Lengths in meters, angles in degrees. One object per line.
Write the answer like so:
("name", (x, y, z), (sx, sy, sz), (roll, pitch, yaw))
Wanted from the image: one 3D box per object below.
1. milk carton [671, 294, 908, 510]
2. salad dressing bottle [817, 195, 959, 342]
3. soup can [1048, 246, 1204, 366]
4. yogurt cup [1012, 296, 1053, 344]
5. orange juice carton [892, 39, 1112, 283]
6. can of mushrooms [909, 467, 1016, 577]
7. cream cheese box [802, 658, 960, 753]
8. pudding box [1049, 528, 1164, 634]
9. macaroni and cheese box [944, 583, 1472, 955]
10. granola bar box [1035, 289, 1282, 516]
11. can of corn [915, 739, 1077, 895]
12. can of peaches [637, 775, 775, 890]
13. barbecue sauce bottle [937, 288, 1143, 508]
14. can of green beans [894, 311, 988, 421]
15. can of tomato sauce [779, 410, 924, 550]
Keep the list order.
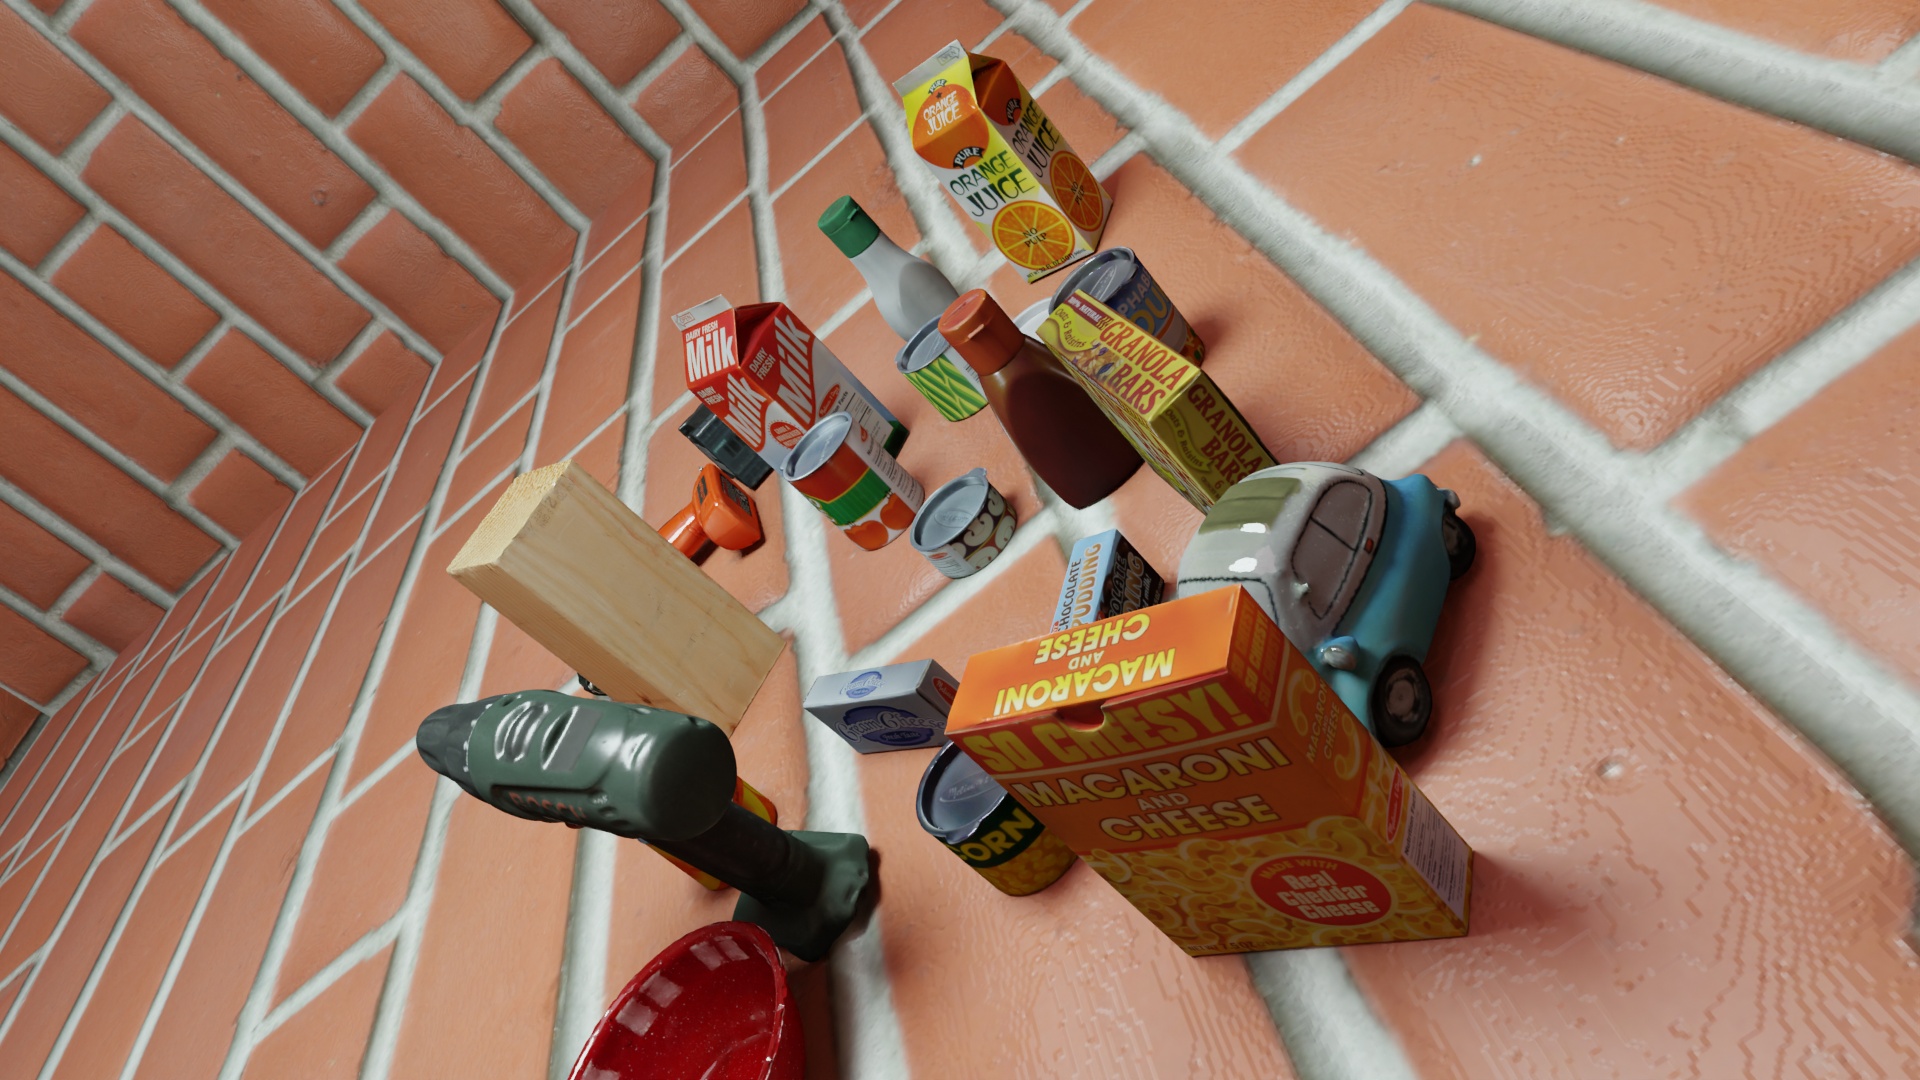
("milk carton", (-0.136, -0.114, 1.069), (0.072, 0.190, 0.074), (-12, 42, 46))
("salad dressing bottle", (-0.057, -0.221, 1.153), (0.044, 0.147, 0.064), (1, 52, 54))
("soup can", (0.109, -0.135, 0.888), (0.071, 0.083, 0.072), (-32, 30, 22))
("yogurt cup", (0.063, -0.129, 0.971), (0.072, 0.054, 0.073), (-32, 30, 22))
("orange juice carton", (0.032, -0.304, 1.100), (0.071, 0.192, 0.073), (-19, 37, 39))
("can of mushrooms", (0.003, -0.011, 0.915), (0.071, 0.033, 0.071), (-32, 30, 22))
("cream cheese box", (-0.039, 0.097, 0.804), (0.103, 0.053, 0.024), (-14, 41, 44))
("pudding box", (0.076, 0.041, 0.732), (0.030, 0.049, 0.084), (-20, 37, 39))
("macaroni and cheese box", (0.094, 0.094, 0.514), (0.123, 0.166, 0.040), (-19, 37, 39))
("granola bar box", (0.115, -0.061, 0.738), (0.039, 0.124, 0.166), (-43, 28, 4))
("can of corn", (0.021, 0.131, 0.674), (0.071, 0.058, 0.071), (-32, 30, 22))
("can of peaches", (-0.155, 0.172, 0.852), (0.071, 0.058, 0.071), (-32, 30, 22))
("barbecue sauce bottle", (0.046, -0.087, 0.838), (0.065, 0.148, 0.044), (-39, 28, 12))
("can of green beans", (-0.005, -0.134, 1.064), (0.071, 0.057, 0.071), (-32, 30, 22))
("can of tomato sauce", (-0.079, -0.042, 1.011), (0.071, 0.083, 0.071), (-32, 30, 22))
